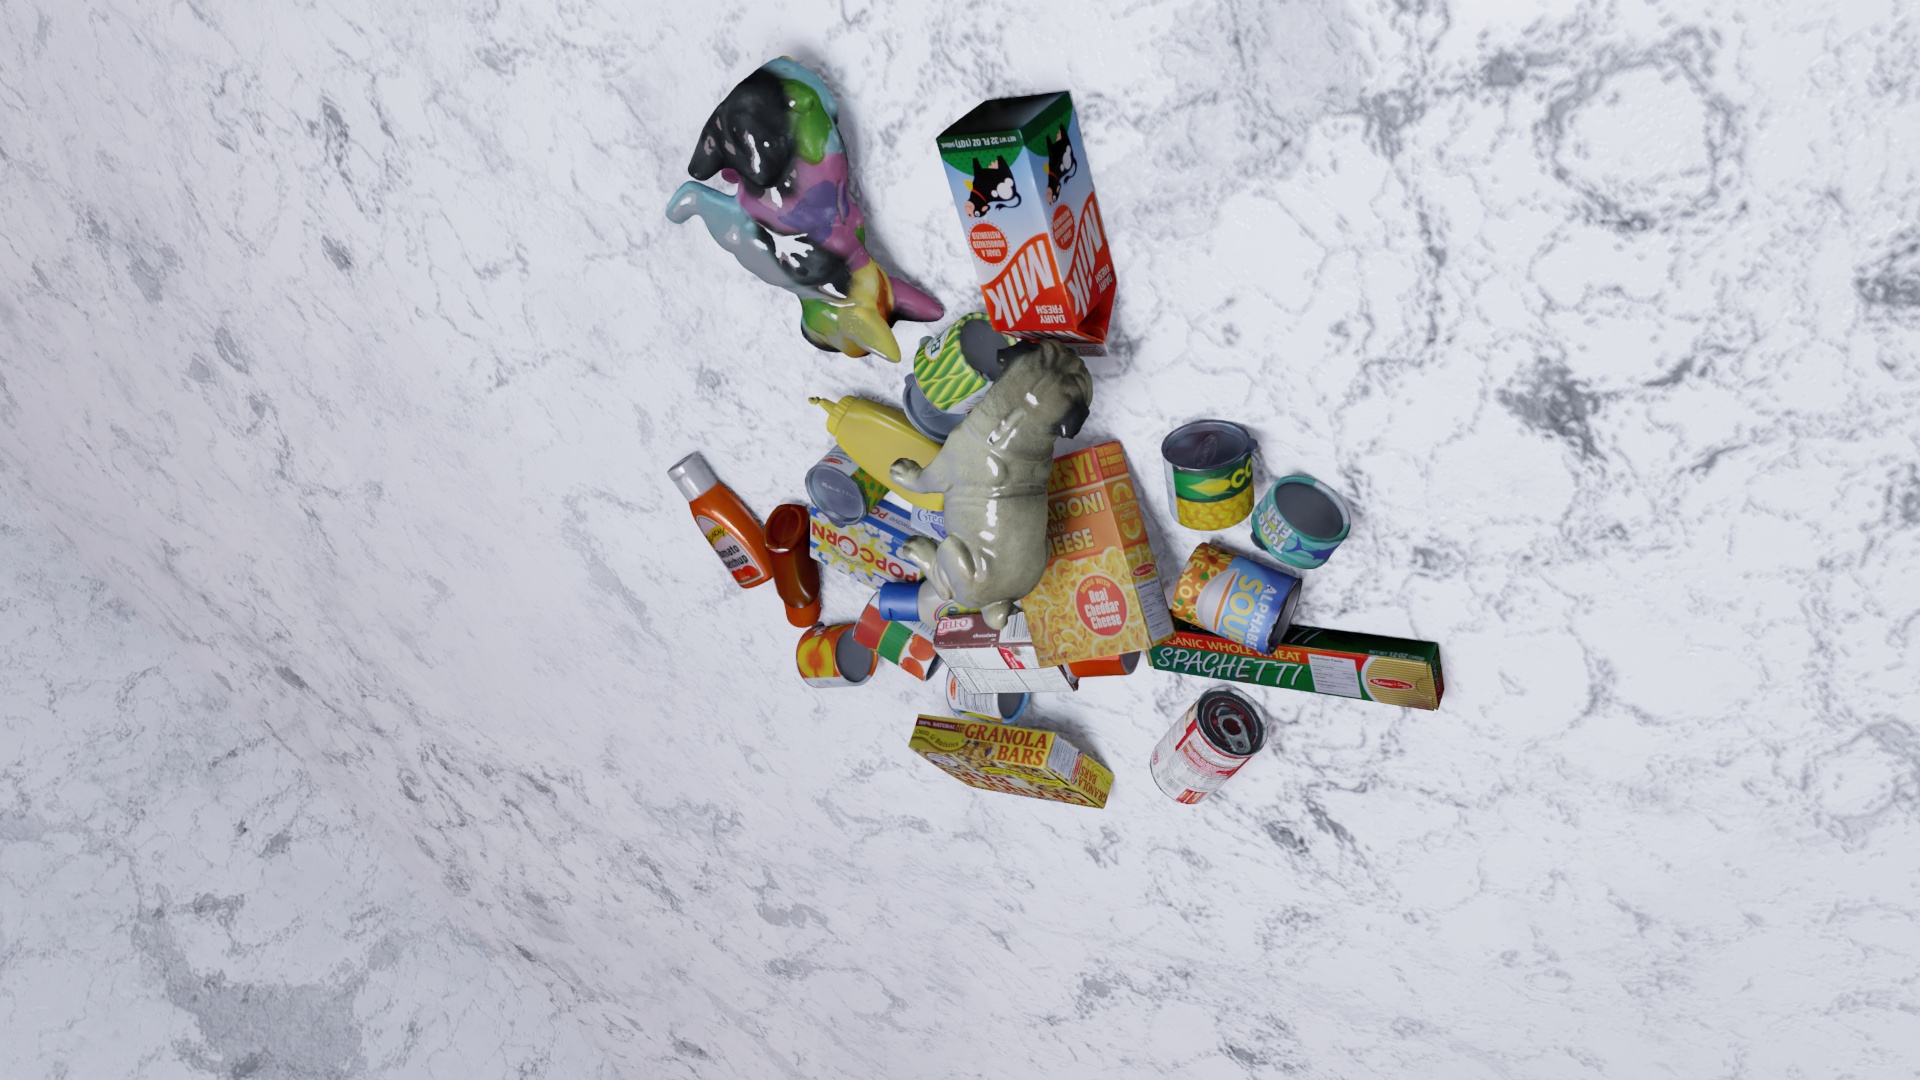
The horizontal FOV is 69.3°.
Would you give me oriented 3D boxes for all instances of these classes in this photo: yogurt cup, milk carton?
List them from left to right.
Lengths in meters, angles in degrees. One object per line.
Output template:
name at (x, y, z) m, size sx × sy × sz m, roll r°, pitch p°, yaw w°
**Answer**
milk carton at (0.055, -0.215, 0.996) m, size 0.072 × 0.074 × 0.189 m, roll 6°, pitch 129°, yaw 34°
yogurt cup at (0.125, 0.089, 1.220) m, size 0.054 × 0.073 × 0.072 m, roll 2°, pitch 126°, yaw 27°

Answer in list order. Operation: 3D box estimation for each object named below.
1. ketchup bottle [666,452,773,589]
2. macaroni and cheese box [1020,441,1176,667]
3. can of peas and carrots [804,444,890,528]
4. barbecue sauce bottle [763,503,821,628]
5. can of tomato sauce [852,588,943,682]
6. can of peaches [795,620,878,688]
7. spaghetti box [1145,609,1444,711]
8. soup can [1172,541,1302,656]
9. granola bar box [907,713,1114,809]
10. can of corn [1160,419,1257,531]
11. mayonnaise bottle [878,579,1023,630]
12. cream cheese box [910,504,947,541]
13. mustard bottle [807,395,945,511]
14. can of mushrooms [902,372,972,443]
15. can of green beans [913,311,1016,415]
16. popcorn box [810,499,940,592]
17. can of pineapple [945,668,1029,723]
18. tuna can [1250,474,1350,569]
ketchup bottle at (-0.243, -0.021, 1.428) m, size 0.064 × 0.044 × 0.148 m, roll -17°, pitch 113°, yaw 46°
macaroni and cheese box at (0.097, 0.013, 1.144) m, size 0.123 × 0.040 × 0.166 m, roll -15°, pitch 90°, yaw 44°
can of peas and carrots at (-0.098, -0.055, 1.271) m, size 0.071 × 0.059 × 0.070 m, roll 22°, pitch 137°, yaw 22°
barbecue sauce bottle at (-0.167, 0.032, 1.403) m, size 0.044 × 0.065 × 0.147 m, roll 5°, pitch 141°, yaw 7°
can of tomato sauce at (-0.053, 0.091, 1.358) m, size 0.083 × 0.071 × 0.070 m, roll 30°, pitch 139°, yaw 12°
can of peaches at (-0.128, 0.118, 1.444) m, size 0.058 × 0.071 × 0.071 m, roll -7°, pitch 120°, yaw 42°
spaghetti box at (0.266, 0.095, 1.138) m, size 0.250 × 0.029 × 0.050 m, roll 6°, pitch 128°, yaw 35°
soup can at (0.218, 0.046, 1.101) m, size 0.084 × 0.072 × 0.071 m, roll 22°, pitch 136°, yaw 22°
granola bar box at (0.049, 0.219, 1.373) m, size 0.165 × 0.039 × 0.124 m, roll 2°, pitch 154°, yaw 37°
can of corn at (0.189, -0.049, 1.044) m, size 0.071 × 0.071 × 0.058 m, roll 12°, pitch 132°, yaw 30°
mayonnaise bottle at (0.001, 0.059, 1.273) m, size 0.148 × 0.041 × 0.064 m, roll 1°, pitch 134°, yaw 13°
cream cheese box at (0.004, -0.016, 1.251) m, size 0.104 × 0.024 × 0.053 m, roll 26°, pitch 137°, yaw 17°
mustard bottle at (-0.067, -0.088, 1.220) m, size 0.160 × 0.049 × 0.065 m, roll 34°, pitch 112°, yaw 14°
can of mushrooms at (-0.014, -0.119, 1.167) m, size 0.071 × 0.034 × 0.070 m, roll 22°, pitch 137°, yaw 22°
can of green beans at (0.006, -0.141, 1.106) m, size 0.071 × 0.071 × 0.057 m, roll 50°, pitch 139°, yaw -10°
popcorn box at (-0.082, 0.002, 1.324) m, size 0.127 × 0.038 × 0.084 m, roll 26°, pitch 139°, yaw 18°
can of pineapple at (0.028, 0.139, 1.340) m, size 0.058 × 0.071 × 0.070 m, roll 8°, pitch 129°, yaw 33°
tuna can at (0.249, -0.014, 1.023) m, size 0.071 × 0.071 × 0.032 m, roll 35°, pitch 138°, yaw 8°
